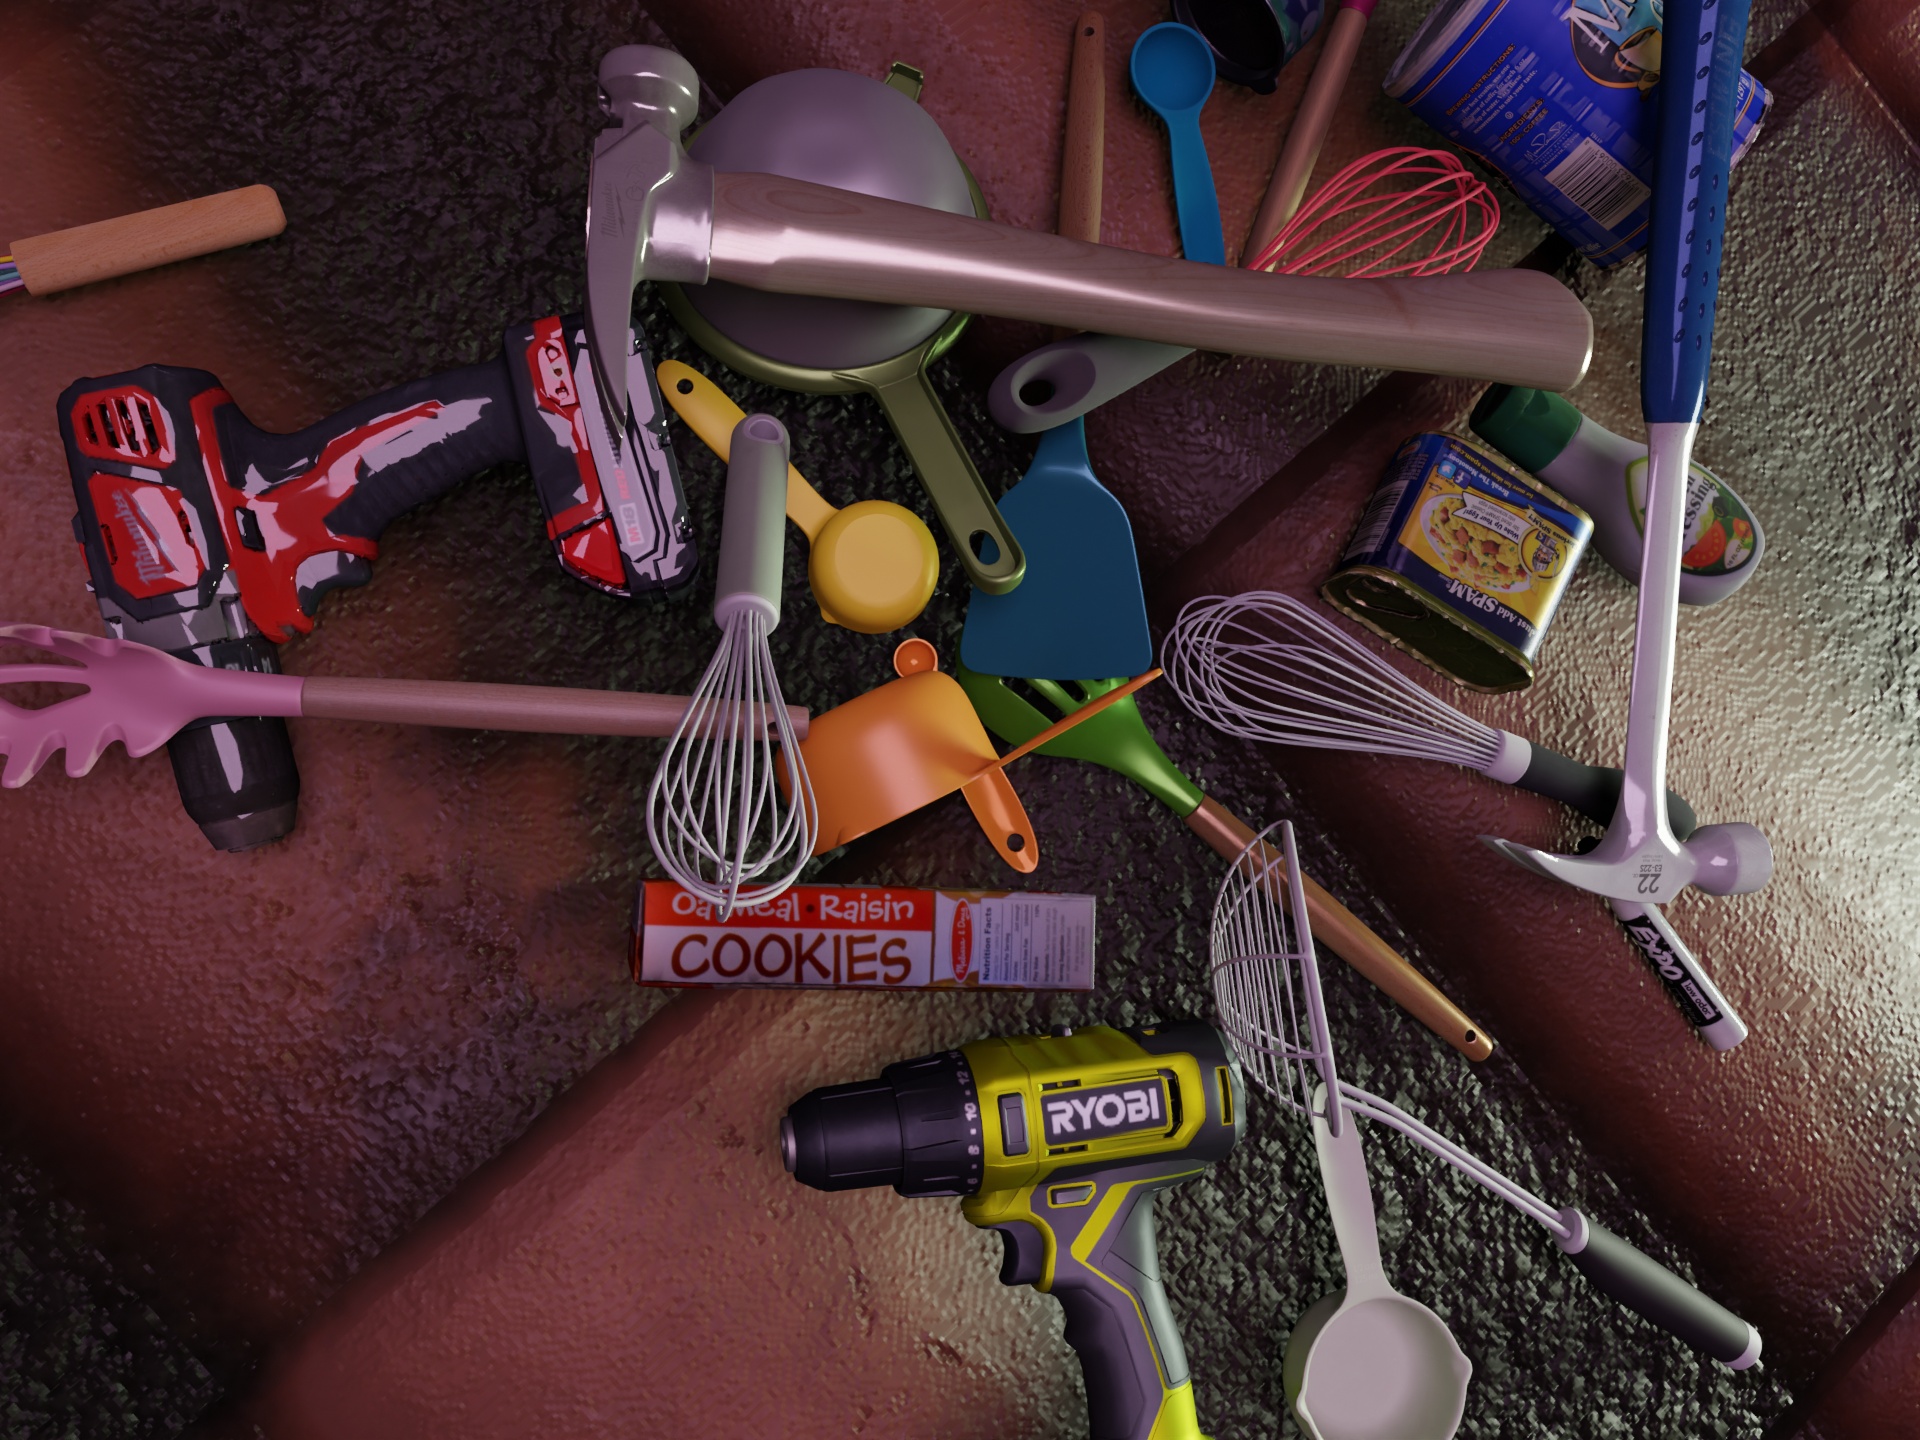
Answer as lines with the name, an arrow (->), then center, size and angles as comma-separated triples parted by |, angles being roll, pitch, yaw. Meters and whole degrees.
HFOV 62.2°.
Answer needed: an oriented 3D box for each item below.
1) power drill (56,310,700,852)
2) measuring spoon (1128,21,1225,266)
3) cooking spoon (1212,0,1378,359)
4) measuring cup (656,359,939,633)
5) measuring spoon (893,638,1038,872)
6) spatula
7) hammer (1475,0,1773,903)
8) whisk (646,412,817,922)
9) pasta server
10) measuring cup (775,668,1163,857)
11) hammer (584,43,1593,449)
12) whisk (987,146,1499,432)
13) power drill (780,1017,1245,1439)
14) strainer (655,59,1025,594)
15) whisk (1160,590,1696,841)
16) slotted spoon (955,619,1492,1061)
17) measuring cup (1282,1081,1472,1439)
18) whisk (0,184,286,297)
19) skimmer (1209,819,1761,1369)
power drill -> -0.220, -0.060, 0.629 | 0.226, 0.080, 0.188 | -14, 95, -9
measuring spoon -> 0.104, -0.260, 0.749 | 0.042, 0.021, 0.128 | -12, 97, -13
cooking spoon -> 0.179, -0.316, 0.765 | 0.068, 0.017, 0.319 | 24, 80, -14
measuring cup -> -0.072, -0.102, 0.686 | 0.156, 0.029, 0.062 | 44, 78, -5
measuring spoon -> 0.003, 0.016, 0.704 | 0.021, 0.011, 0.117 | -30, 95, -9
spatula -> 0.049, -0.175, 0.706 | 0.082, 0.044, 0.318 | 1, 72, 11
hammer -> 0.304, -0.118, 0.691 | 0.144, 0.035, 0.405 | -2, 98, -20
whisk -> -0.080, -0.032, 0.596 | 0.057, 0.059, 0.247 | 9, 48, -13
pasta server -> -0.213, -0.004, 0.584 | 0.316, 0.040, 0.060 | 3, 114, -10
measuring cup -> -0.001, -0.002, 0.633 | 0.173, 0.095, 0.052 | -29, 87, 31
hammer -> 0.063, -0.160, 0.624 | 0.410, 0.038, 0.146 | 4, 77, -14
whisk -> 0.129, -0.187, 0.695 | 0.296, 0.073, 0.073 | -29, 92, -25
power drill -> 0.029, 0.244, 0.655 | 0.190, 0.080, 0.228 | -5, 83, -14
strainer -> -0.034, -0.172, 0.652 | 0.151, 0.069, 0.256 | -23, 75, -14
whisk -> 0.222, 0.006, 0.729 | 0.284, 0.070, 0.070 | 19, 81, -14
slotted spoon -> 0.125, 0.053, 0.717 | 0.313, 0.031, 0.070 | 40, 81, -7
measuring cup -> 0.172, 0.245, 0.707 | 0.083, 0.038, 0.168 | -7, 81, -13
whisk -> -0.390, -0.168, 0.624 | 0.245, 0.051, 0.047 | -21, 111, -17
skimmer -> 0.243, 0.177, 0.686 | 0.363, 0.127, 0.090 | 35, 117, -16
